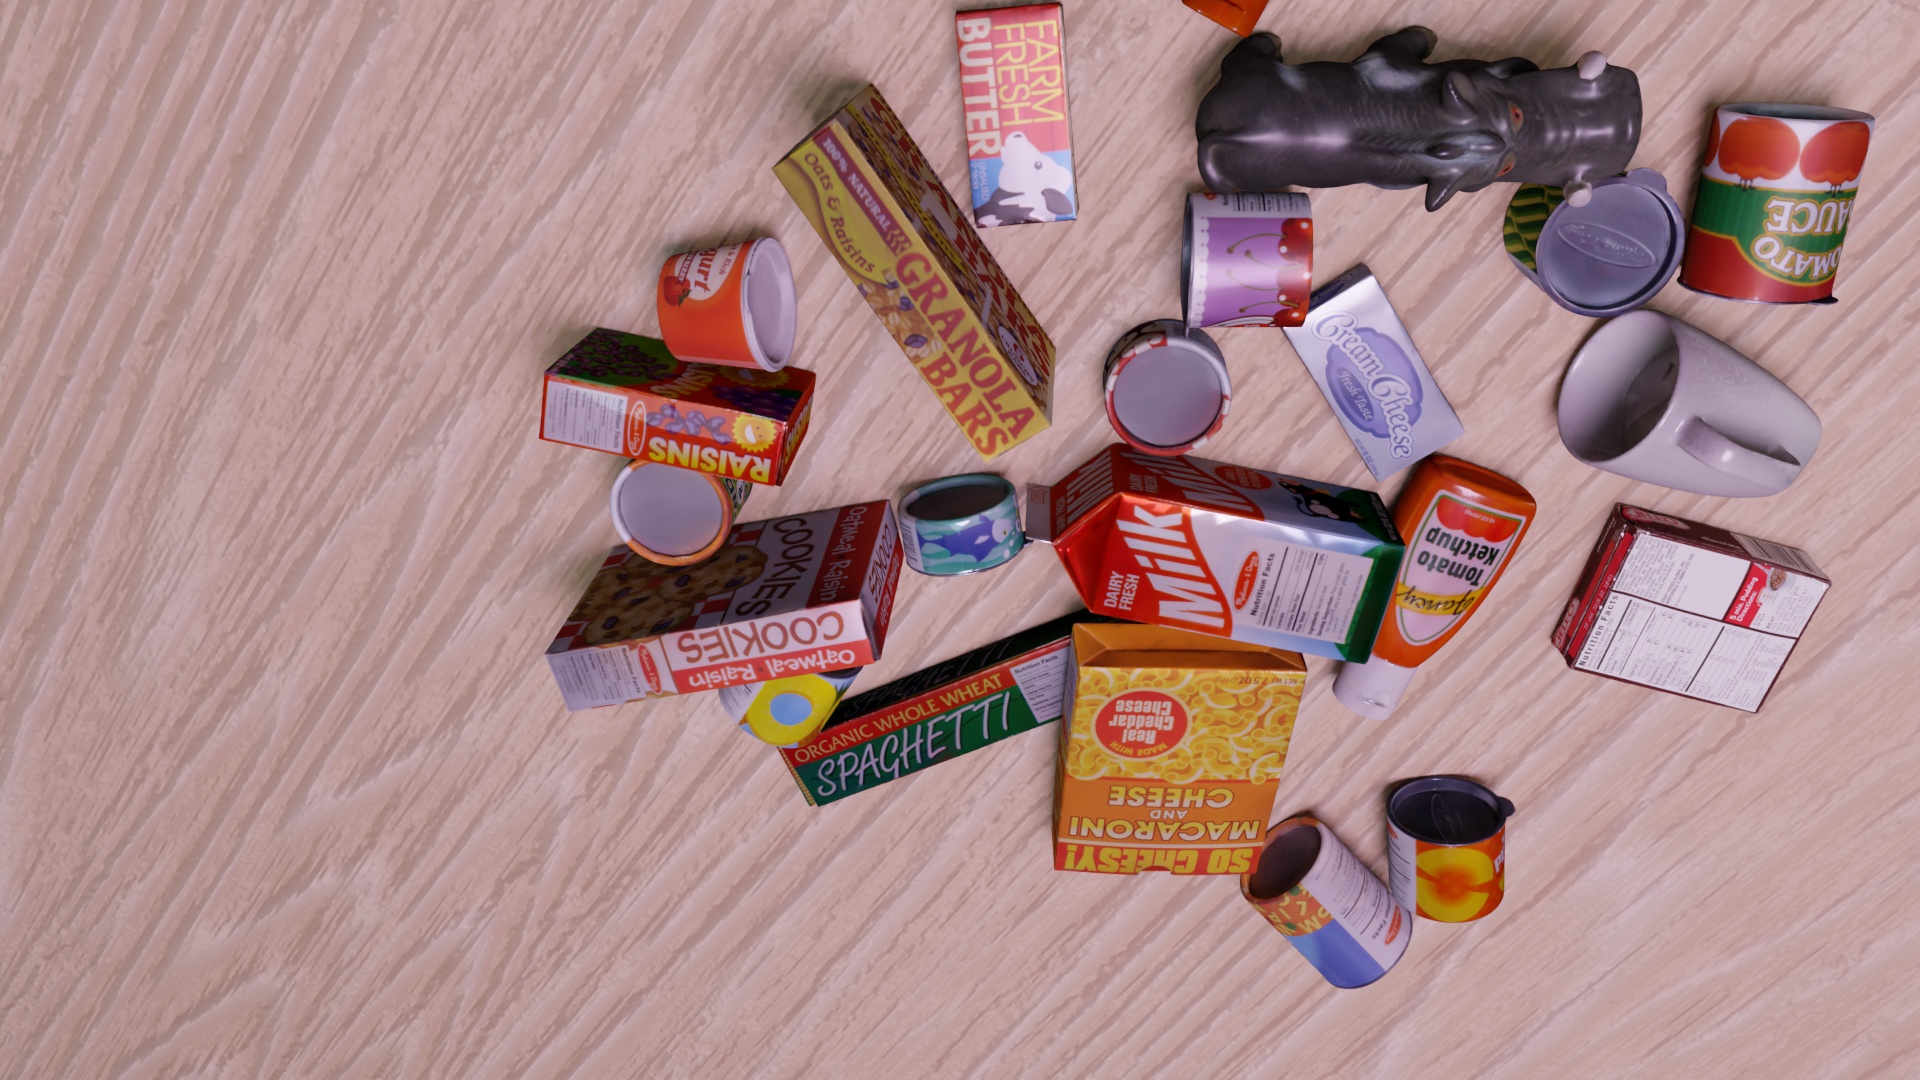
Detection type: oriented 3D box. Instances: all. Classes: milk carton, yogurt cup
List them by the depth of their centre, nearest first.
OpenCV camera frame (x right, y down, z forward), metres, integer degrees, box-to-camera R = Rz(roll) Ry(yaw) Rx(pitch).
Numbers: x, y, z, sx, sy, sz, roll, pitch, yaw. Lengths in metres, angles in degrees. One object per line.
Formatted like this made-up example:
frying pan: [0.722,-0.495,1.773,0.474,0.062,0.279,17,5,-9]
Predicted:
yogurt cup: [-0.120,-0.120,0.711,0.054,0.073,0.072,0,115,13]
milk carton: [0.128,0.002,0.742,0.191,0.072,0.073,11,115,-2]

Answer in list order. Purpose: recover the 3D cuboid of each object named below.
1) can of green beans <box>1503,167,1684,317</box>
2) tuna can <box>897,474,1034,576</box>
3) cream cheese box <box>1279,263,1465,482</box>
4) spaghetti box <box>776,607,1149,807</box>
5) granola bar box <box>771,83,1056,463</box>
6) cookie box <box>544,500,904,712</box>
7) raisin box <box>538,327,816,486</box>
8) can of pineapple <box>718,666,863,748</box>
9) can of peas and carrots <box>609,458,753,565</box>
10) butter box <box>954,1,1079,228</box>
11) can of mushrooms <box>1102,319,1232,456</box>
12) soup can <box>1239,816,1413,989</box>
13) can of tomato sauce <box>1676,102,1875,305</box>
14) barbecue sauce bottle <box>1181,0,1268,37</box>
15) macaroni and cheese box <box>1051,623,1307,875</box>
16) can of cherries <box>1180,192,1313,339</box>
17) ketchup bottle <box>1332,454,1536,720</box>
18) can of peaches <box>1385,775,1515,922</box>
can of green beans: [0.303,-0.147,0.668,0.071,0.058,0.071,2,115,4]
tuna can: [0.003,-0.009,0.750,0.071,0.071,0.032,-7,113,8]
cream cheese box: [0.213,-0.086,0.721,0.053,0.024,0.103,-32,108,16]
spaghetti box: [0.012,0.092,0.815,0.250,0.029,0.050,-22,111,14]
granola bar box: [-0.016,-0.130,0.664,0.039,0.125,0.165,-31,108,17]
cookie box: [-0.120,0.033,0.747,0.167,0.123,0.040,-10,115,9]
raisin box: [-0.144,-0.070,0.722,0.123,0.086,0.040,11,113,-1]
can of pineapple: [-0.096,0.077,0.797,0.071,0.071,0.057,30,114,-9]
can of peas and carrots: [-0.149,-0.027,0.757,0.071,0.059,0.070,2,115,4]
butter box: [0.028,-0.208,0.680,0.053,0.024,0.103,-5,114,6]
can of mushrooms: [0.106,-0.078,0.729,0.071,0.033,0.070,1,115,3]
soup can: [0.217,0.218,0.838,0.071,0.071,0.083,-40,105,20]
can of tomato sauce: [0.382,-0.158,0.650,0.071,0.071,0.082,2,114,4]
barbecue sauce bottle: [0.151,-0.301,0.618,0.065,0.044,0.148,26,114,-7]
macaroni and cheese box: [0.119,0.123,0.792,0.124,0.040,0.165,1,126,-2]
can of cherries: [0.139,-0.135,0.681,0.058,0.072,0.071,0,115,5]
ketchup bottle: [0.252,0.029,0.761,0.065,0.044,0.148,19,115,-4]
can of peaches: [0.287,0.180,0.813,0.071,0.071,0.057,-5,114,7]
